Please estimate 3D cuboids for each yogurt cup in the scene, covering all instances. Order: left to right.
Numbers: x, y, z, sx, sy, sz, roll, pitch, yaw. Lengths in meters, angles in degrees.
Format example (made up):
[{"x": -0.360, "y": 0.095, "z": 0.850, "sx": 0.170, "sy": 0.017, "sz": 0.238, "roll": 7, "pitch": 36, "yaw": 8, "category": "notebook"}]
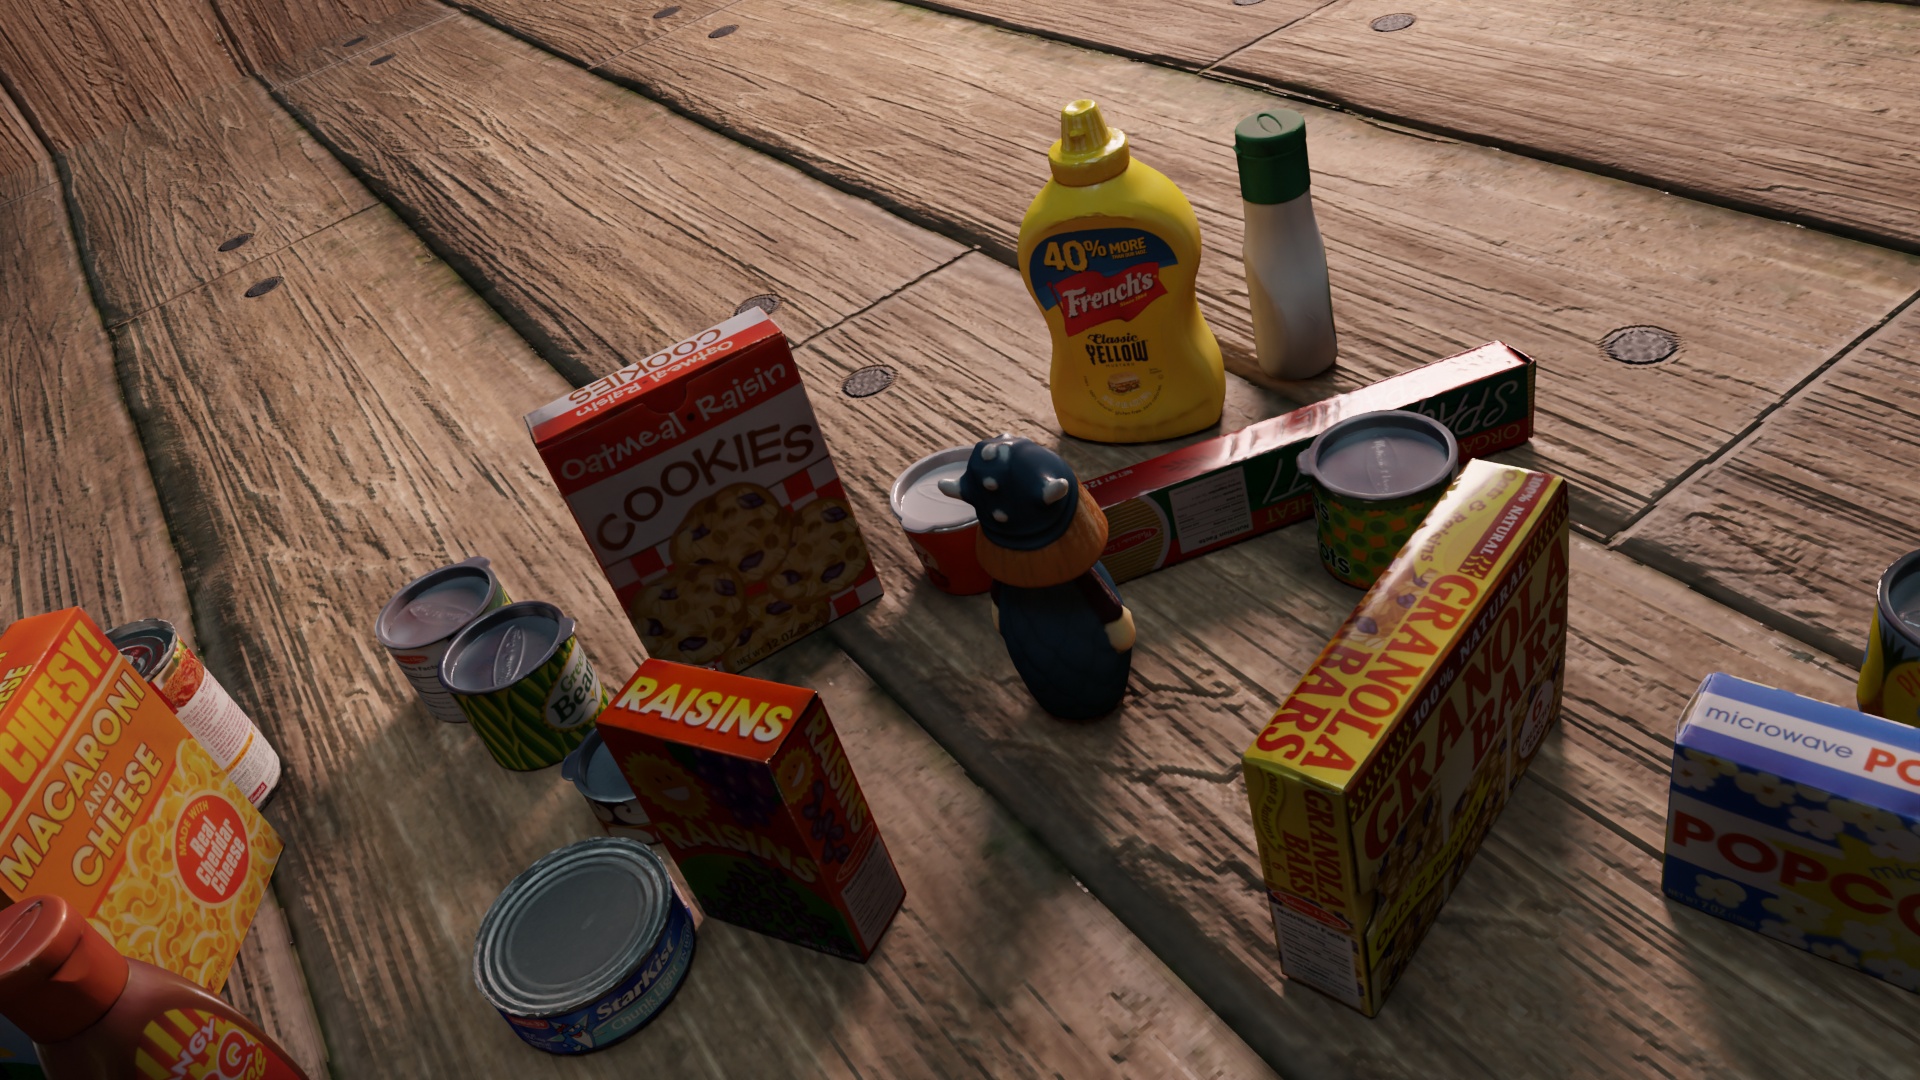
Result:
[{"x": 0.003, "y": -0.009, "z": 0.720, "sx": 0.072, "sy": 0.053, "sz": 0.073, "roll": -11, "pitch": 38, "yaw": 9, "category": "yogurt cup"}]

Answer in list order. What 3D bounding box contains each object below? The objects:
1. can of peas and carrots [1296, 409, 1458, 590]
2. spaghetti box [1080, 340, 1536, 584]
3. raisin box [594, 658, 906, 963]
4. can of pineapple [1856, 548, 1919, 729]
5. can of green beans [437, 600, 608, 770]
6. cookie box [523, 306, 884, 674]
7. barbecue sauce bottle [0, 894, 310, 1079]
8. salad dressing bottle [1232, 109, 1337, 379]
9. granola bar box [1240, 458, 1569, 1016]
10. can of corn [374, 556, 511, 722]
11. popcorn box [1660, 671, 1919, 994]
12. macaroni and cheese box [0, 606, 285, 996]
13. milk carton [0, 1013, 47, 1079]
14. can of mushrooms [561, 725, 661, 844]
[{"x": 0.196, "y": -0.018, "z": 0.649, "sx": 0.071, "sy": 0.058, "sz": 0.071, "roll": -11, "pitch": 38, "yaw": 9, "category": "can of peas and carrots"}, {"x": 0.164, "y": -0.036, "z": 0.692, "sx": 0.250, "sy": 0.050, "sz": 0.029, "roll": -19, "pitch": 37, "yaw": -2, "category": "spaghetti box"}, {"x": -0.080, "y": 0.107, "z": 0.551, "sx": 0.086, "sy": 0.122, "sz": 0.040, "roll": 8, "pitch": 44, "yaw": 30, "category": "raisin box"}, {"x": 0.367, "y": 0.044, "z": 0.504, "sx": 0.071, "sy": 0.057, "sz": 0.071, "roll": -11, "pitch": 38, "yaw": 9, "category": "can of pineapple"}, {"x": -0.220, "y": 0.073, "z": 0.702, "sx": 0.071, "sy": 0.057, "sz": 0.071, "roll": -11, "pitch": 38, "yaw": 9, "category": "can of green beans"}, {"x": -0.120, "y": -0.014, "z": 0.682, "sx": 0.123, "sy": 0.166, "sz": 0.040, "roll": -28, "pitch": 38, "yaw": -13, "category": "cookie box"}, {"x": -0.304, "y": 0.190, "z": 0.516, "sx": 0.043, "sy": 0.147, "sz": 0.065, "roll": -2, "pitch": 40, "yaw": 20, "category": "barbecue sauce bottle"}, {"x": 0.177, "y": -0.160, "z": 0.762, "sx": 0.044, "sy": 0.147, "sz": 0.064, "roll": -16, "pitch": 37, "yaw": 3, "category": "salad dressing bottle"}, {"x": 0.167, "y": 0.068, "z": 0.499, "sx": 0.039, "sy": 0.123, "sz": 0.166, "roll": 19, "pitch": 50, "yaw": 38, "category": "granola bar box"}, {"x": -0.267, "y": 0.053, "z": 0.746, "sx": 0.071, "sy": 0.058, "sz": 0.071, "roll": -11, "pitch": 38, "yaw": 9, "category": "can of corn"}, {"x": 0.295, "y": 0.099, "z": 0.441, "sx": 0.127, "sy": 0.084, "sz": 0.038, "roll": 18, "pitch": 50, "yaw": 38, "category": "popcorn box"}, {"x": -0.375, "y": 0.131, "z": 0.603, "sx": 0.040, "sy": 0.165, "sz": 0.124, "roll": -13, "pitch": 37, "yaw": 7, "category": "macaroni and cheese box"}, {"x": -0.435, "y": 0.152, "z": 0.581, "sx": 0.072, "sy": 0.189, "sz": 0.074, "roll": -12, "pitch": 38, "yaw": 8, "category": "milk carton"}, {"x": -0.147, "y": 0.107, "z": 0.651, "sx": 0.071, "sy": 0.033, "sz": 0.071, "roll": -11, "pitch": 38, "yaw": 9, "category": "can of mushrooms"}]
